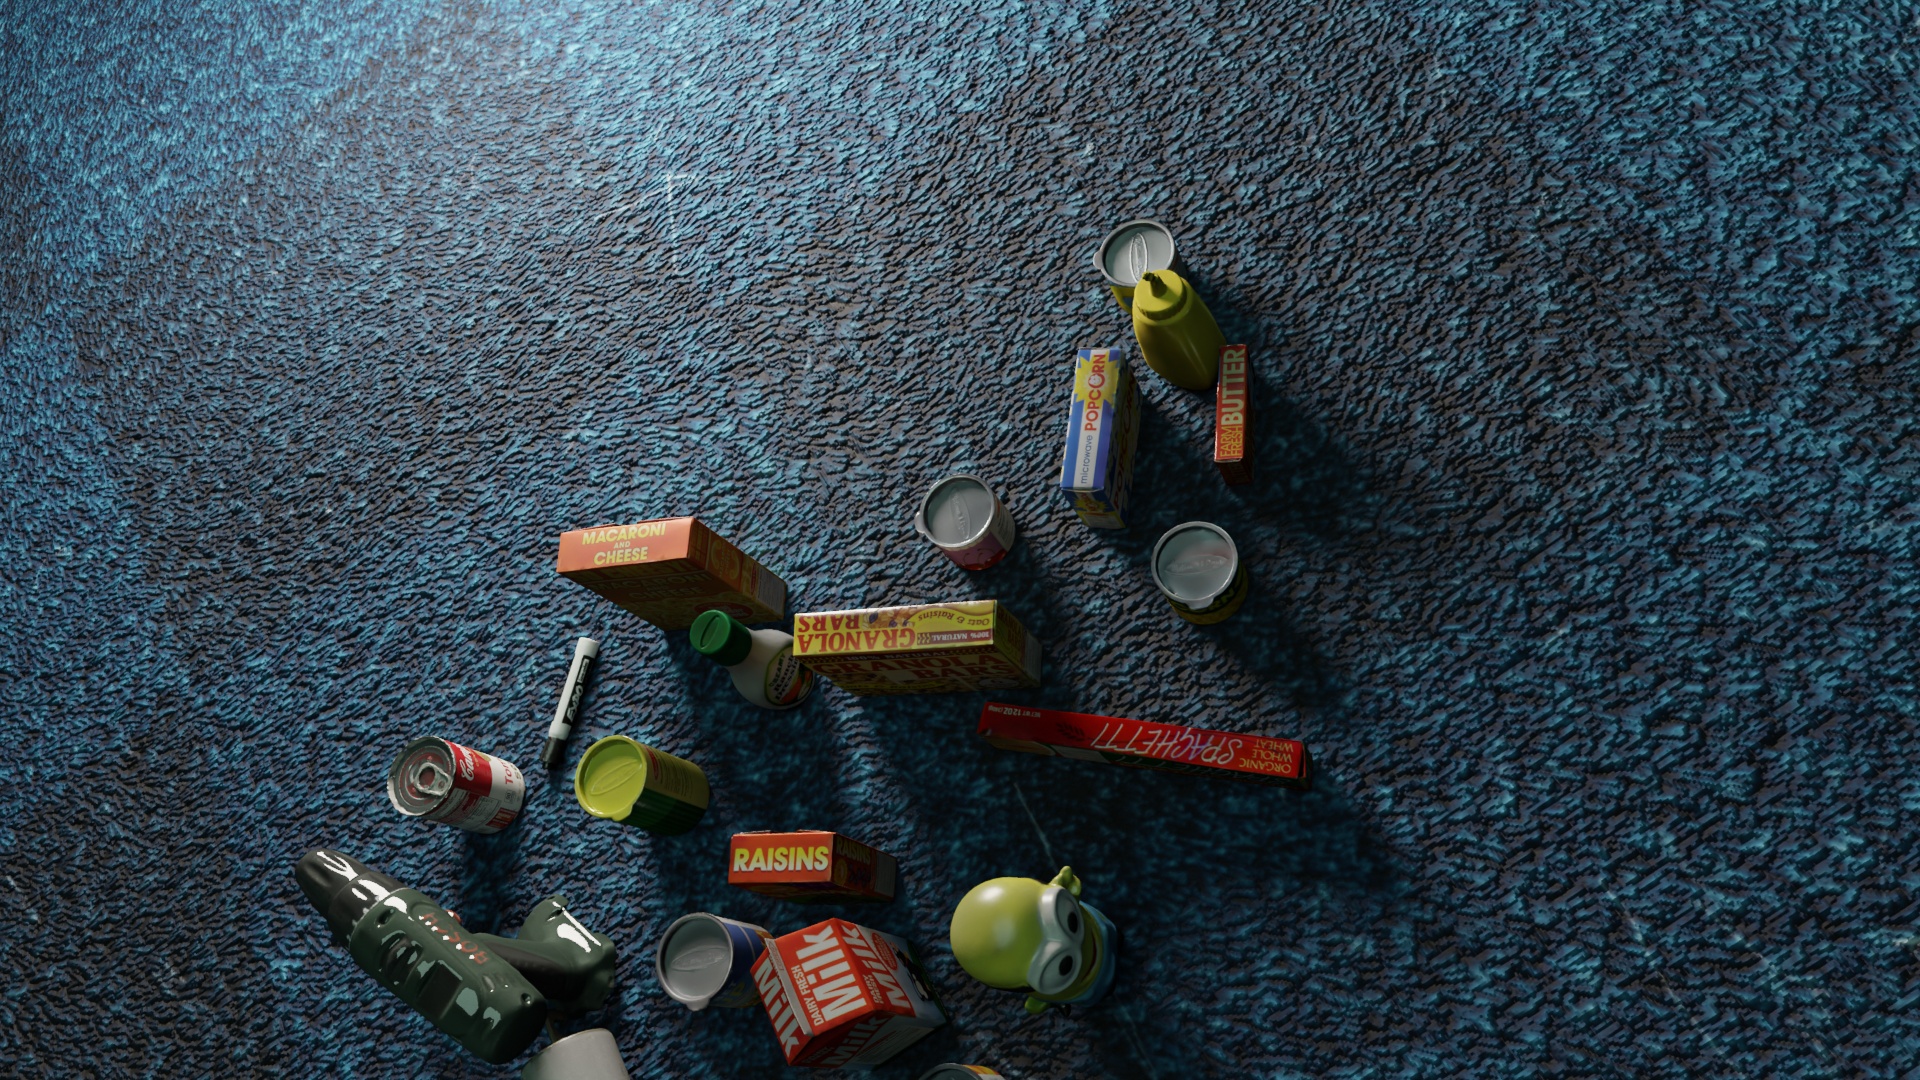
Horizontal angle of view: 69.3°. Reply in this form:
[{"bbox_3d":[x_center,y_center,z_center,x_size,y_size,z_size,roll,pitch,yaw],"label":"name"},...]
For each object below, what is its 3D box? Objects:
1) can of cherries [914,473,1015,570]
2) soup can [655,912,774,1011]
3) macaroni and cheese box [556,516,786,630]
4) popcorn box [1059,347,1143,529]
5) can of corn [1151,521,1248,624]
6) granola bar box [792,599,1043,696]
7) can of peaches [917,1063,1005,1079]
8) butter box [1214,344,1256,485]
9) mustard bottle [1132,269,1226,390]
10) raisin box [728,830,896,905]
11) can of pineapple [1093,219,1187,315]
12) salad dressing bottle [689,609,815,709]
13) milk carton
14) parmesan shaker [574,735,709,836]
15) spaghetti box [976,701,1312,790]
[{"bbox_3d":[0.004,-0.015,1.162,0.071,0.058,0.072,-7,67,18],"label":"can of cherries"},{"bbox_3d":[-0.186,0.330,1.078,0.071,0.083,0.071,-8,67,18],"label":"soup can"},{"bbox_3d":[-0.240,0.031,1.174,0.123,0.166,0.040,-6,67,19],"label":"macaroni and cheese box"},{"bbox_3d":[0.116,-0.082,1.132,0.038,0.085,0.127,1,70,21],"label":"popcorn box"},{"bbox_3d":[0.186,0.029,1.076,0.071,0.058,0.071,-7,67,18],"label":"can of corn"},{"bbox_3d":[-0.031,0.088,1.096,0.165,0.124,0.039,-5,68,19],"label":"granola bar box"},{"bbox_3d":[0.000,0.409,0.990,0.071,0.058,0.071,-7,67,18],"label":"can of peaches"},{"bbox_3d":[0.222,-0.101,1.118,0.024,0.053,0.104,-2,69,20],"label":"butter box"},{"bbox_3d":[0.170,-0.174,1.107,0.065,0.160,0.049,21,78,27],"label":"mustard bottle"},{"bbox_3d":[-0.110,0.251,1.059,0.086,0.123,0.040,-5,68,19],"label":"raisin box"},{"bbox_3d":[0.156,-0.233,1.194,0.071,0.057,0.071,-7,67,18],"label":"can of pineapple"},{"bbox_3d":[-0.169,0.096,1.131,0.044,0.147,0.064,19,77,26],"label":"salad dressing bottle"},{"bbox_3d":[-0.083,0.322,0.981,0.073,0.190,0.072,-34,61,5],"label":"milk carton"},{"bbox_3d":[-0.260,0.207,1.145,0.071,0.103,0.071,-8,67,18],"label":"parmesan shaker"},{"bbox_3d":[0.138,0.155,1.047,0.250,0.050,0.029,4,71,22],"label":"spaghetti box"}]
